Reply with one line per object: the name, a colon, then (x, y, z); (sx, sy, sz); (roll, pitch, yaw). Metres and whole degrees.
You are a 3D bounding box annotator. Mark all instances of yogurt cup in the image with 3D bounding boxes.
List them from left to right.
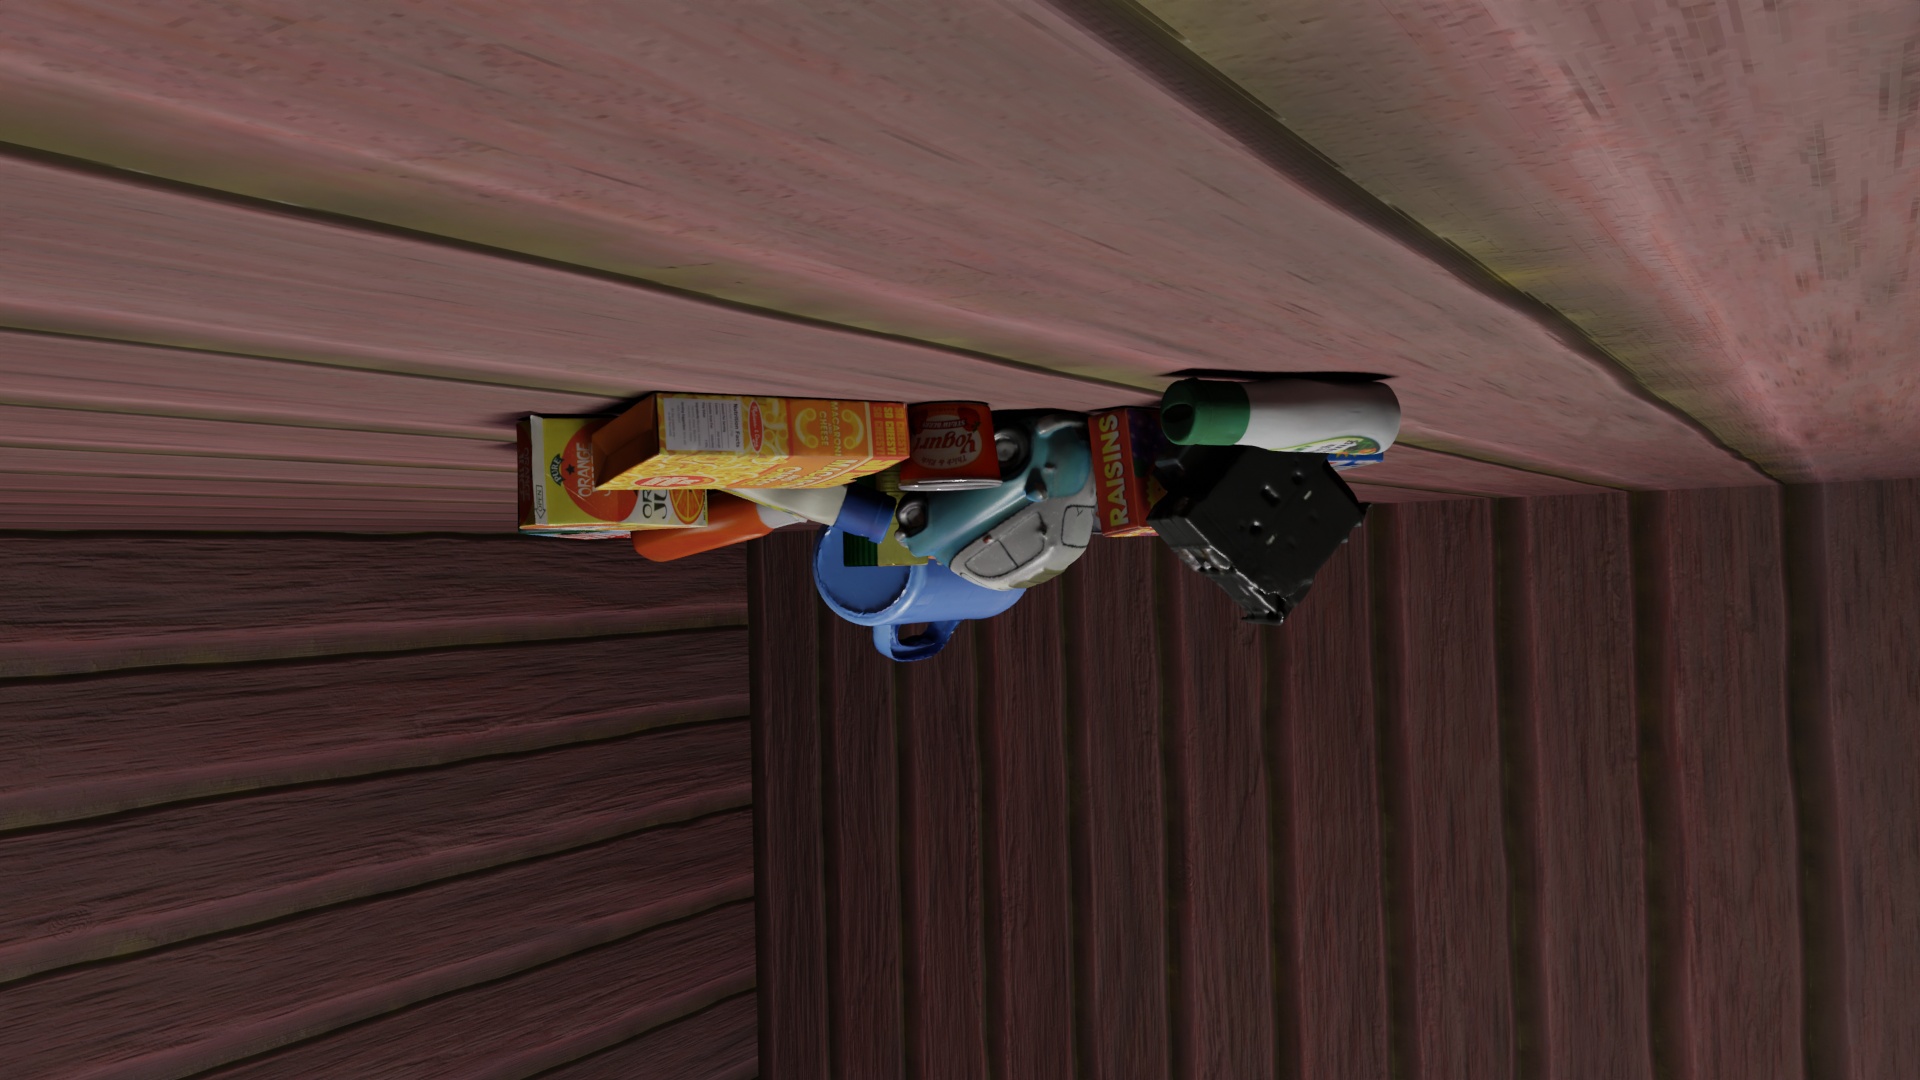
yogurt cup: (-0.007, -0.061, 0.905); (0.072, 0.054, 0.072); (-2, 179, 0)

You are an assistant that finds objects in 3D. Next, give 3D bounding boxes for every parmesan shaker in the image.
parmesan shaker: (-0.061, -0.032, 1.063); (0.071, 0.103, 0.071); (-1, 179, 0)

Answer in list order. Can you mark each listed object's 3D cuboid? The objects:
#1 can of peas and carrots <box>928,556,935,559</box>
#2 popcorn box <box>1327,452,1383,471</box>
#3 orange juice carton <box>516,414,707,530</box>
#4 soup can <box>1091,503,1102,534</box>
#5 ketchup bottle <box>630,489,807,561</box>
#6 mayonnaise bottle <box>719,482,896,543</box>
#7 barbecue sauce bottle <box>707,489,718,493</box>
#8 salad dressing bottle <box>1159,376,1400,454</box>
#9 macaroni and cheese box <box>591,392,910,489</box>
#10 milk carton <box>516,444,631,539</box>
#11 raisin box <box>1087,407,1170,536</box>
can of peas and carrots: (0.004, -0.014, 1.097); (0.071, 0.058, 0.071); (2, 176, 0)
popcorn box: (0.260, -0.073, 1.062); (0.085, 0.038, 0.126); (-2, 179, -4)
orange juice carton: (-0.247, -0.044, 0.964); (0.073, 0.072, 0.193); (-3, 179, 13)
soup can: (0.132, -0.047, 1.051); (0.071, 0.083, 0.071); (-1, 179, 0)
ketchup bottle: (-0.180, -0.019, 1.077); (0.148, 0.043, 0.065); (-13, 172, 23)
mayonnaise bottle: (-0.121, -0.039, 1.001); (0.148, 0.041, 0.065); (20, -179, -8)
barbecue sauce bottle: (-0.171, -0.058, 1.109); (0.149, 0.043, 0.065); (-2, 176, -9)
salad dressing bottle: (0.186, -0.073, 0.806); (0.148, 0.044, 0.064); (-1, 180, -27)
macaroni and cheese box: (-0.134, -0.059, 0.884); (0.167, 0.040, 0.123); (-1, 173, -32)
milk carton: (-0.302, -0.039, 1.166); (0.073, 0.072, 0.190); (-2, 179, 3)
raisin box: (0.149, -0.047, 0.983); (0.123, 0.086, 0.040); (-1, 172, -41)
